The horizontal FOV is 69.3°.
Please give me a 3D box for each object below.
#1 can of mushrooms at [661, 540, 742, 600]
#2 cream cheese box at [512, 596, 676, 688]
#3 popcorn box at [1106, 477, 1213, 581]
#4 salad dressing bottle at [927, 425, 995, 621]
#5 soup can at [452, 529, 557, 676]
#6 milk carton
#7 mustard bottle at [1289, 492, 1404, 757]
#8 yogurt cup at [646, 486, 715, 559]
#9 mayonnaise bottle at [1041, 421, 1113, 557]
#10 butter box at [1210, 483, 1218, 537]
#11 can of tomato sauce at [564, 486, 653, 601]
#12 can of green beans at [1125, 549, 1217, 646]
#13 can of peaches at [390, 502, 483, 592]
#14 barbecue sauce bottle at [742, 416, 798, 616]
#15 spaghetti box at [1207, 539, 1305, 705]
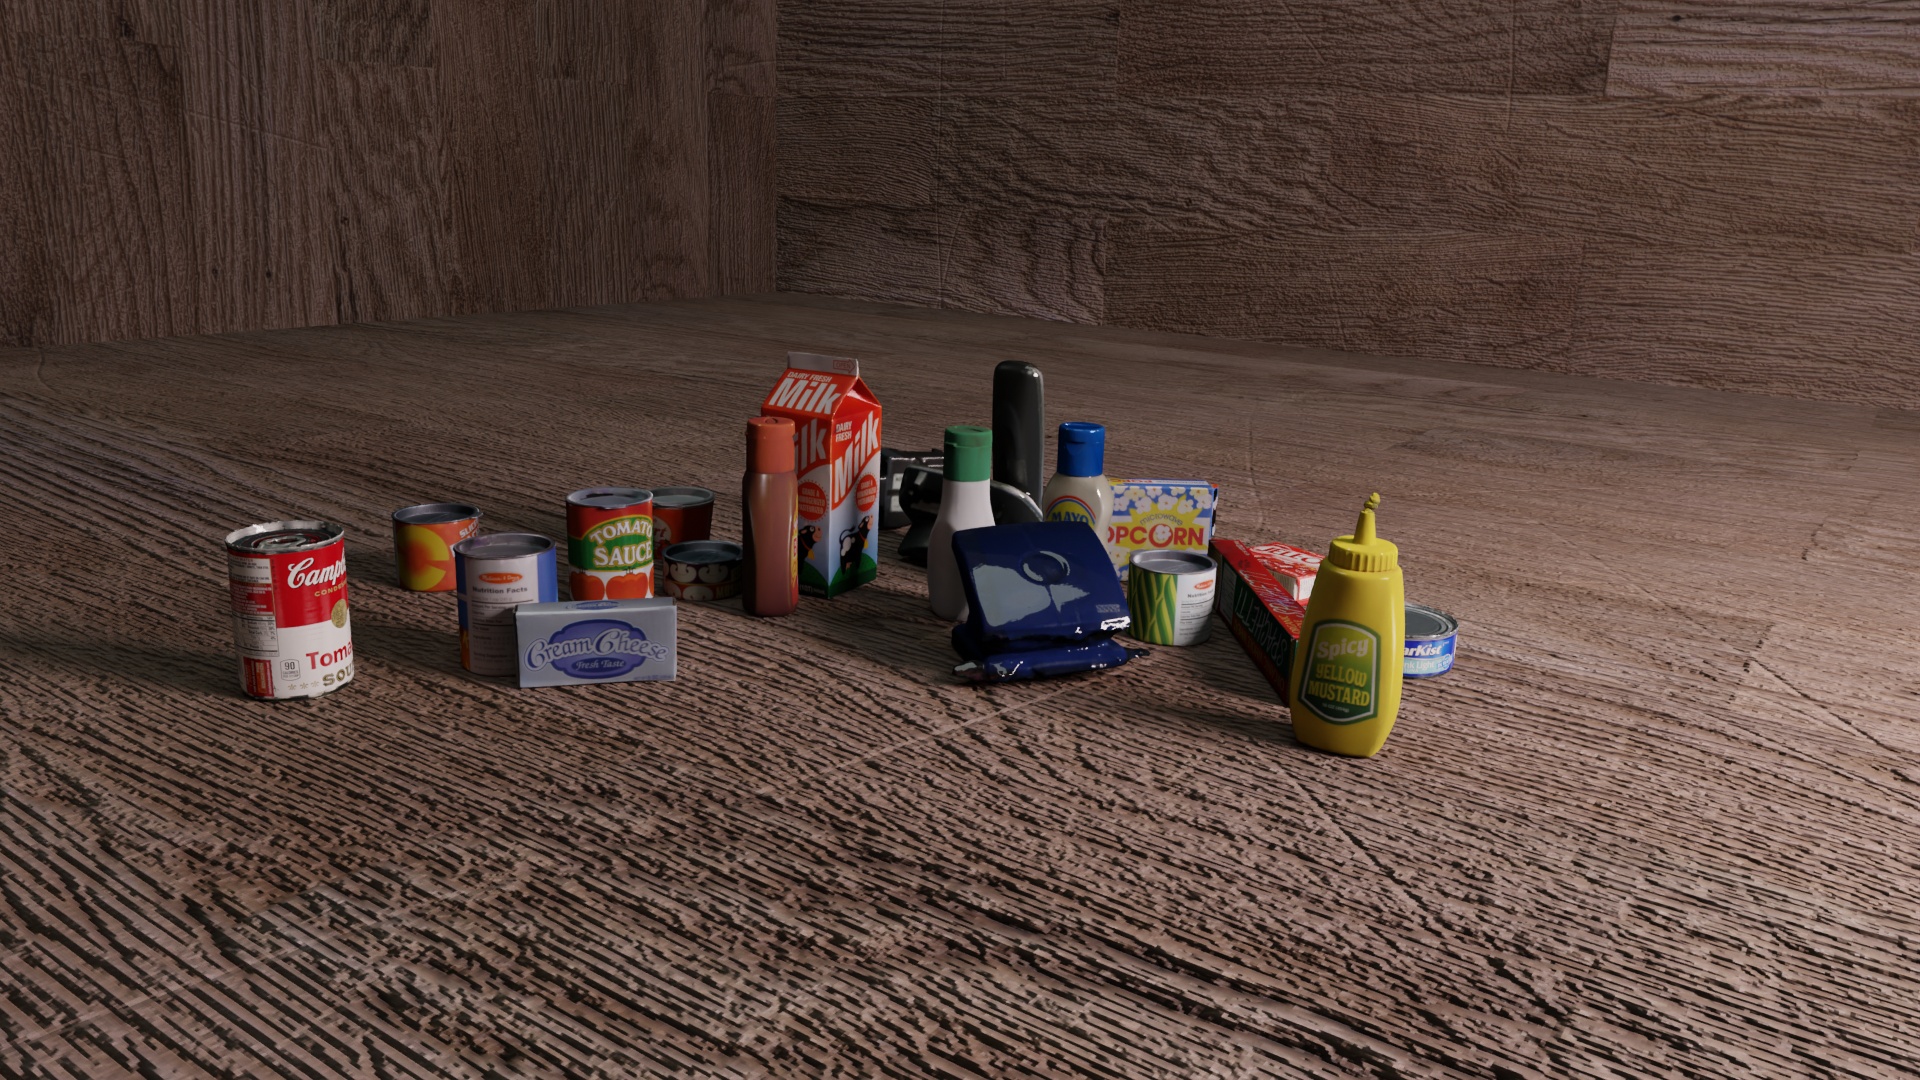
[{"bbox_3d":[-0.205,0.024,1.122,0.071,0.033,0.071,2,15,0],"label":"can of mushrooms"},{"bbox_3d":[-0.240,0.067,0.919,0.104,0.053,0.024,-2,15,-14],"label":"cream cheese box"},{"bbox_3d":[0.151,-0.010,1.193,0.127,0.085,0.038,1,15,-3],"label":"popcorn box"},{"bbox_3d":[0.004,-0.013,1.069,0.044,0.147,0.064,-12,20,-42],"label":"salad dressing bottle"},{"bbox_3d":[-0.308,0.042,0.948,0.071,0.083,0.071,2,15,0],"label":"soup can"},{"bbox_3d":[-0.114,-0.056,1.131,0.072,0.190,0.074,10,17,28],"label":"milk carton"},{"bbox_3d":[0.238,0.049,0.841,0.065,0.159,0.049,9,16,24],"label":"mustard bottle"},{"bbox_3d":[-0.250,-0.015,1.223,0.072,0.053,0.072,2,15,0],"label":"yogurt cup"},{"bbox_3d":[0.091,-0.018,1.096,0.065,0.147,0.041,8,16,21],"label":"mayonnaise bottle"},{"bbox_3d":[0.206,-0.022,1.307,0.024,0.053,0.104,14,19,39],"label":"butter box"},{"bbox_3d":[-0.273,0.005,1.088,0.071,0.082,0.071,2,15,0],"label":"can of tomato sauce"},{"bbox_3d":[0.159,0.043,1.052,0.071,0.057,0.071,2,15,0],"label":"can of green beans"},{"bbox_3d":[-0.419,0.005,1.118,0.071,0.058,0.071,2,15,0],"label":"can of peaches"},{"bbox_3d":[-0.147,-0.020,1.071,0.044,0.148,0.065,-1,15,-11],"label":"barbecue sauce bottle"},{"bbox_3d":[0.222,0.055,1.030,0.029,0.050,0.251,1,15,-4],"label":"spaghetti box"}]
